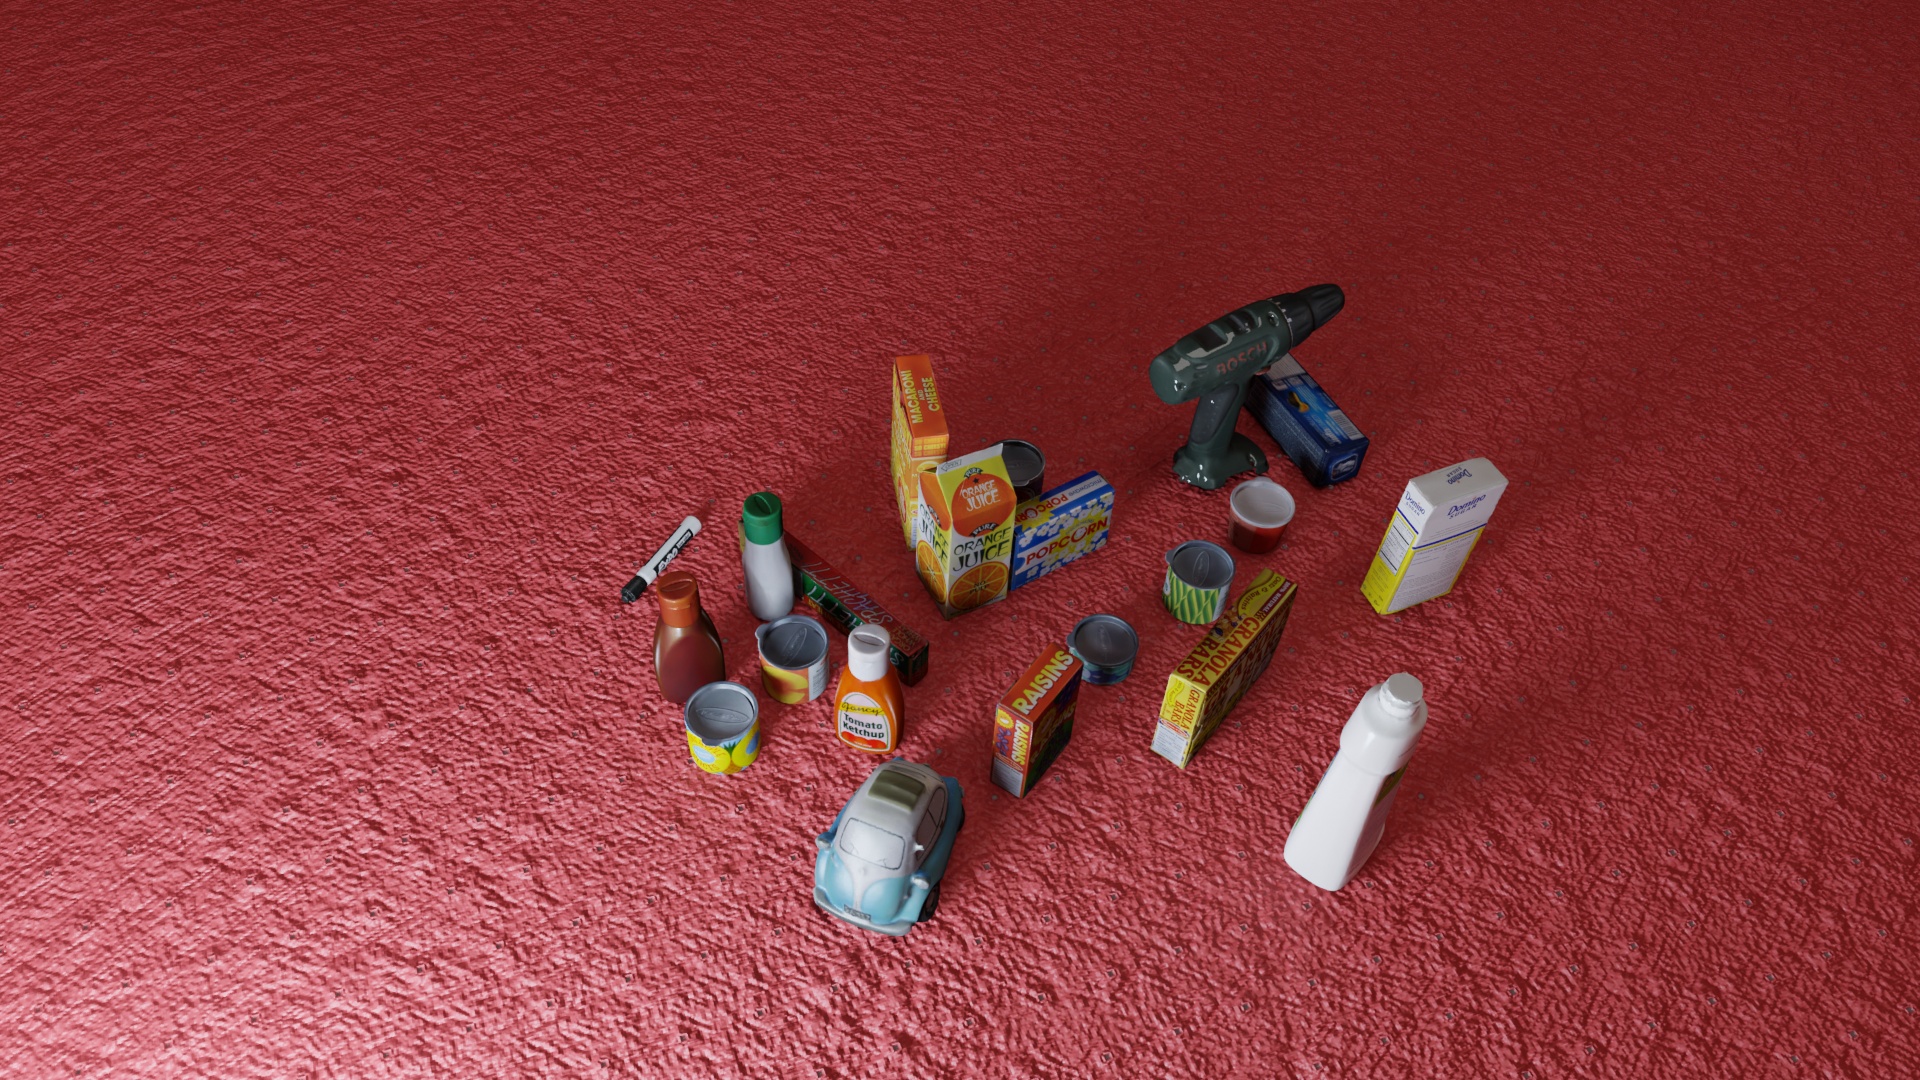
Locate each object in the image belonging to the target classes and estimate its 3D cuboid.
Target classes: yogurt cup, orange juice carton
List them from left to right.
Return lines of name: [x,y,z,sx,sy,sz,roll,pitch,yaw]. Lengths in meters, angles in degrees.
orange juice carton: [0.005,-0.017,1.356,0.072,0.191,0.073,-19,52,-20]
yogurt cup: [0.316,-0.023,1.475,0.072,0.053,0.073,2,48,-2]

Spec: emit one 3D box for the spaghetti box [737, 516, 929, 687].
spaghetti box: [-0.128,0.055,1.378,0.250,0.049,0.029,36,55,25]

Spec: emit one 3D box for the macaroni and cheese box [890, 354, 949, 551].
macaroni and cheese box: [-0.044,-0.089,1.436,0.040,0.165,0.124,-6,49,-9]

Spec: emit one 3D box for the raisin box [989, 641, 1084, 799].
raisin box: [0.068,0.162,1.245,0.040,0.122,0.086,30,53,22]

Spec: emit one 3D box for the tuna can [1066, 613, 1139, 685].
tuna can: [0.137,0.107,1.360,0.071,0.032,0.071,2,48,-2]

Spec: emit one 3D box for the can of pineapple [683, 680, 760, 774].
can of pineapple: [-0.216,0.172,1.262,0.071,0.057,0.071,2,48,-2]

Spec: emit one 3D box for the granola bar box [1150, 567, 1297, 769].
granola bar box: [0.247,0.119,1.296,0.039,0.123,0.166,32,54,23]

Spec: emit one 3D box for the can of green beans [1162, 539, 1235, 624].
can of green beans: [0.241,0.042,1.409,0.071,0.057,0.071,2,48,-2]

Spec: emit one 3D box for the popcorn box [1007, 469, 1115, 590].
popcorn box: [0.096,-0.011,1.429,0.127,0.084,0.038,-25,54,-24]

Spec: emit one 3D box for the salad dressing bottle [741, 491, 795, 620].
salad dressing bottle: [-0.188,0.016,1.344,0.044,0.146,0.064,-23,54,-23]

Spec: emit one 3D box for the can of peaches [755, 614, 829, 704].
can of peaches: [-0.159,0.112,1.319,0.071,0.057,0.071,2,48,-2]

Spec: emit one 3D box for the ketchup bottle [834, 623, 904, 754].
ketchup bottle: [-0.081,0.133,1.245,0.065,0.148,0.044,14,49,9]

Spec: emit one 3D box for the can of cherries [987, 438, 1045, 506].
can of cherries: [0.056,-0.064,1.492,0.071,0.058,0.072,2,48,-2]

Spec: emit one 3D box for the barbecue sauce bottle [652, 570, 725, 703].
barbecue sauce bottle: [-0.252,0.089,1.273,0.065,0.147,0.044,-16,51,-17]
